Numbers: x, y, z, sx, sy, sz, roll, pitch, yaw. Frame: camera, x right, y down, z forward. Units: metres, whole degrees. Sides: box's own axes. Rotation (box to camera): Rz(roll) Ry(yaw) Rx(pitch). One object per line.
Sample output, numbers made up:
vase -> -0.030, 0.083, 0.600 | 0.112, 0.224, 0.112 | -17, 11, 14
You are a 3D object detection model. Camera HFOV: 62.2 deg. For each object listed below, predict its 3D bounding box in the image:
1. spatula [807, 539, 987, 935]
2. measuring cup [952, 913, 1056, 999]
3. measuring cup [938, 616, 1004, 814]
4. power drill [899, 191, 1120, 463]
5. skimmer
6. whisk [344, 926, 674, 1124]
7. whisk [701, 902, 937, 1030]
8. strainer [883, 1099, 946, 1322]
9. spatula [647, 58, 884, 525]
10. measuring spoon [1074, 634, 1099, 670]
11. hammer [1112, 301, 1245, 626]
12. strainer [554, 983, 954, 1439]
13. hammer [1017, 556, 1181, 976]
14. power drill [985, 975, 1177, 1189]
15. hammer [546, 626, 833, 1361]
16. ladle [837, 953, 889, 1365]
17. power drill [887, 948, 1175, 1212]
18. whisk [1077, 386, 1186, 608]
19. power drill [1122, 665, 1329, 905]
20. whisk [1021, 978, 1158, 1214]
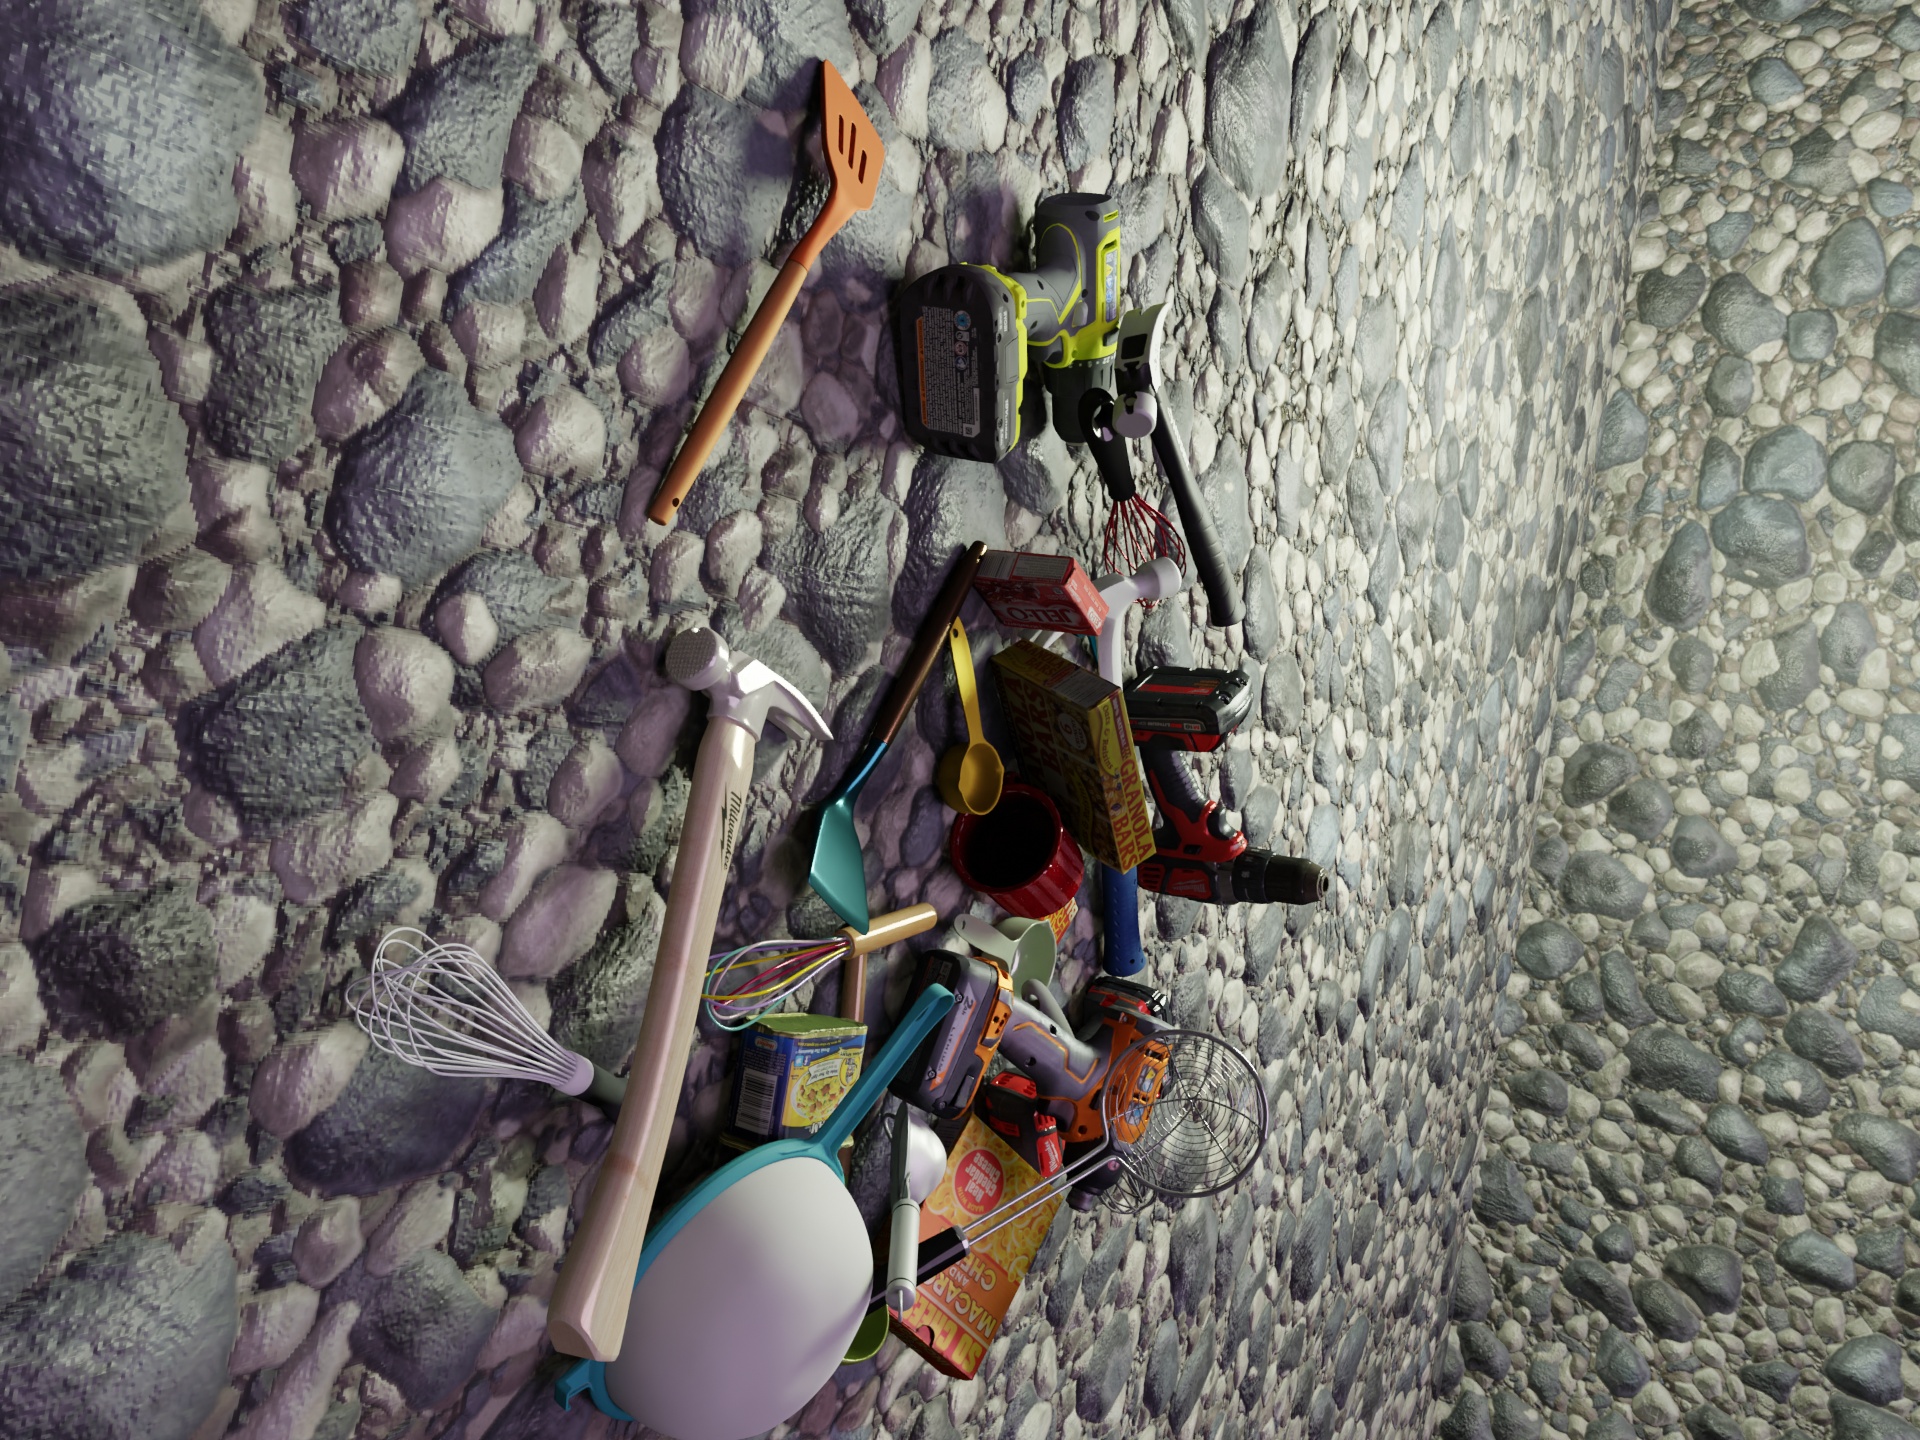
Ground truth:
spatula -> -0.038, -0.003, 1.143 | 0.082, 0.044, 0.318 | 51, 55, -44
measuring cup -> 0.024, 0.184, 1.293 | 0.167, 0.038, 0.083 | 39, 66, -51
measuring cup -> -0.002, -0.004, 1.223 | 0.062, 0.029, 0.156 | -19, 102, -53
power drill -> 0.050, -0.273, 1.178 | 0.228, 0.080, 0.190 | -40, 136, -48
skimmer -> 0.059, 0.345, 1.152 | 0.363, 0.090, 0.127 | -23, 81, -24
whisk -> -0.235, 0.186, 0.885 | 0.070, 0.070, 0.284 | -67, 150, -19
whisk -> -0.091, 0.160, 1.084 | 0.245, 0.047, 0.051 | -11, 77, -54
strainer -> -0.036, 0.340, 1.104 | 0.258, 0.050, 0.087 | -89, -174, -77
spatula -> -0.118, -0.258, 0.976 | 0.080, 0.041, 0.323 | 46, 64, -52
measuring spoon -> 0.109, -0.072, 1.379 | 0.042, 0.021, 0.128 | -66, 154, -22
hammer -> 0.187, -0.192, 1.315 | 0.334, 0.035, 0.146 | 58, 32, -49
strainer -> -0.087, 0.329, 1.016 | 0.340, 0.095, 0.210 | -53, 147, -7
hammer -> 0.131, 0.060, 1.395 | 0.144, 0.035, 0.405 | -21, 124, -24
power drill -> 0.105, 0.337, 1.422 | 0.219, 0.079, 0.143 | -33, 124, -45
hammer -> -0.162, 0.159, 0.940 | 0.146, 0.038, 0.411 | 41, 54, -55
ladle -> -0.078, 0.305, 1.153 | 0.078, 0.062, 0.320 | 2, 94, -46
power drill -> 0.055, 0.282, 1.239 | 0.226, 0.084, 0.164 | 25, 79, -27
whisk -> 0.137, -0.180, 1.308 | 0.073, 0.073, 0.295 | -67, 156, -19
power drill -> 0.236, 0.070, 1.453 | 0.080, 0.188, 0.226 | -39, 125, -46
whisk -> 0.103, 0.316, 1.329 | 0.055, 0.055, 0.239 | -41, 111, -45
